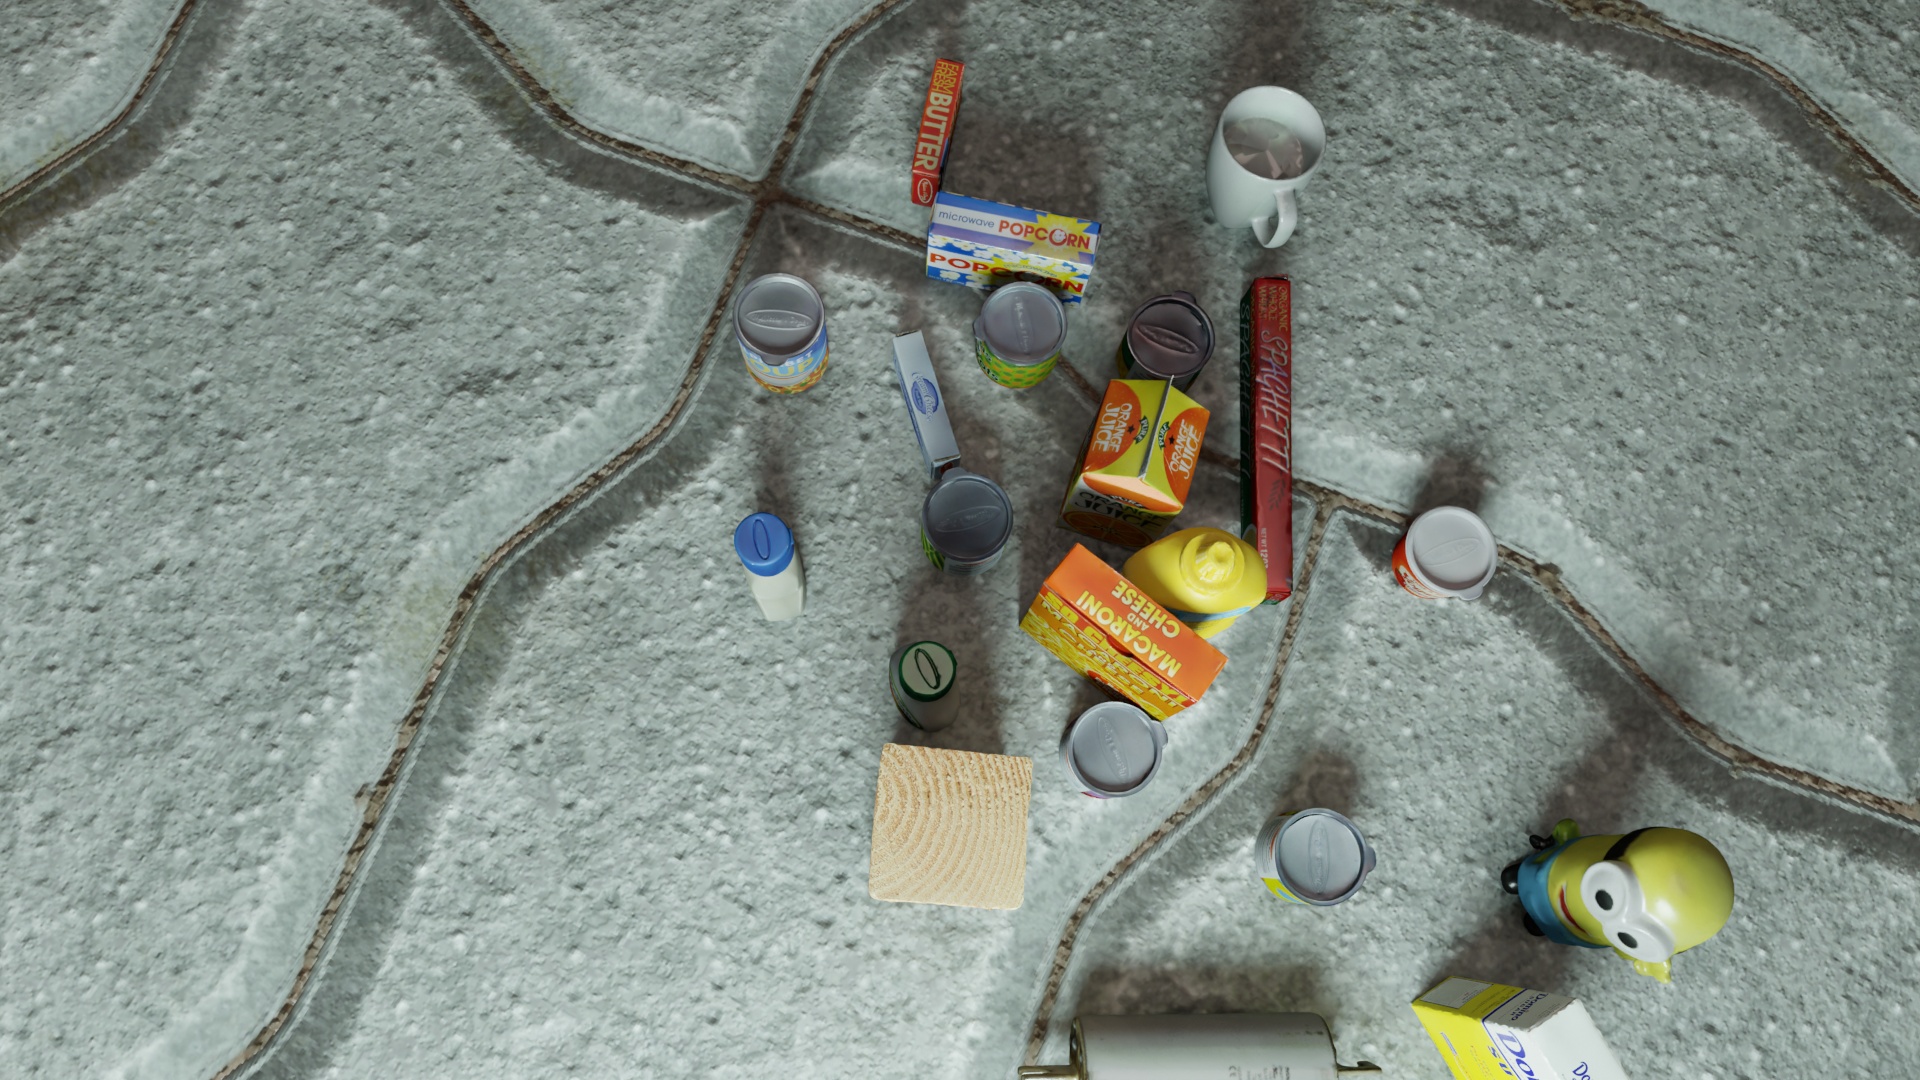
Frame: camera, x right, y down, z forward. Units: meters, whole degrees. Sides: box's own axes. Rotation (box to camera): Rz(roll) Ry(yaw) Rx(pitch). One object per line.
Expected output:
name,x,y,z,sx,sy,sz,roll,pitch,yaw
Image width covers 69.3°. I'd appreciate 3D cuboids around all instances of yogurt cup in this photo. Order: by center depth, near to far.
yogurt cup,0.357,0.012,1.035,0.072,0.054,0.072,1,77,-3

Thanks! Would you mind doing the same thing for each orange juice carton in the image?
orange juice carton,0.121,-0.053,0.967,0.073,0.192,0.072,18,77,1

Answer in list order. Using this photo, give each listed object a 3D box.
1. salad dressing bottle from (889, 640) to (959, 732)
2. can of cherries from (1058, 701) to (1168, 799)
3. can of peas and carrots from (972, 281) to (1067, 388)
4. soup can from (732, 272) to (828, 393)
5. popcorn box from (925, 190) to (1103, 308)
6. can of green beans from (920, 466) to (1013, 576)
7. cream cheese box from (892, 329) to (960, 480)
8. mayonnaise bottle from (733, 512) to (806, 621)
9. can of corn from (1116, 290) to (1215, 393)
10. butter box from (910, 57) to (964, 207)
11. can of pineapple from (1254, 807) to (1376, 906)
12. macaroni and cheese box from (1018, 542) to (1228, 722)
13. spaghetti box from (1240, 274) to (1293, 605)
salad dressing bottle,-0.024,0.096,0.947,0.044,0.147,0.064,-25,80,-8
can of cherries,0.108,0.150,0.987,0.071,0.058,0.071,1,77,-3
can of peas and carrots,0.043,-0.154,1.056,0.071,0.058,0.071,1,77,-3
soup can,-0.133,-0.150,1.033,0.071,0.083,0.071,1,77,-3
popcorn box,0.038,-0.221,1.058,0.127,0.085,0.038,11,77,0
can of green beans,0.004,-0.011,1.020,0.071,0.057,0.071,1,77,-3
cream cheese box,-0.026,-0.101,1.042,0.024,0.053,0.104,-16,78,-6
mayonnaise bottle,-0.131,0.014,0.961,0.041,0.147,0.065,-12,78,-5
can of corn,0.156,-0.148,1.061,0.071,0.058,0.071,1,77,-3
butter box,-0.018,-0.321,1.095,0.024,0.053,0.103,12,76,0
can of pineapple,0.247,0.223,0.977,0.071,0.057,0.071,1,77,-3
macaroni and cheese box,0.106,0.070,0.951,0.124,0.166,0.040,38,78,6
spaghetti box,0.231,-0.077,1.052,0.029,0.050,0.250,3,77,-2
